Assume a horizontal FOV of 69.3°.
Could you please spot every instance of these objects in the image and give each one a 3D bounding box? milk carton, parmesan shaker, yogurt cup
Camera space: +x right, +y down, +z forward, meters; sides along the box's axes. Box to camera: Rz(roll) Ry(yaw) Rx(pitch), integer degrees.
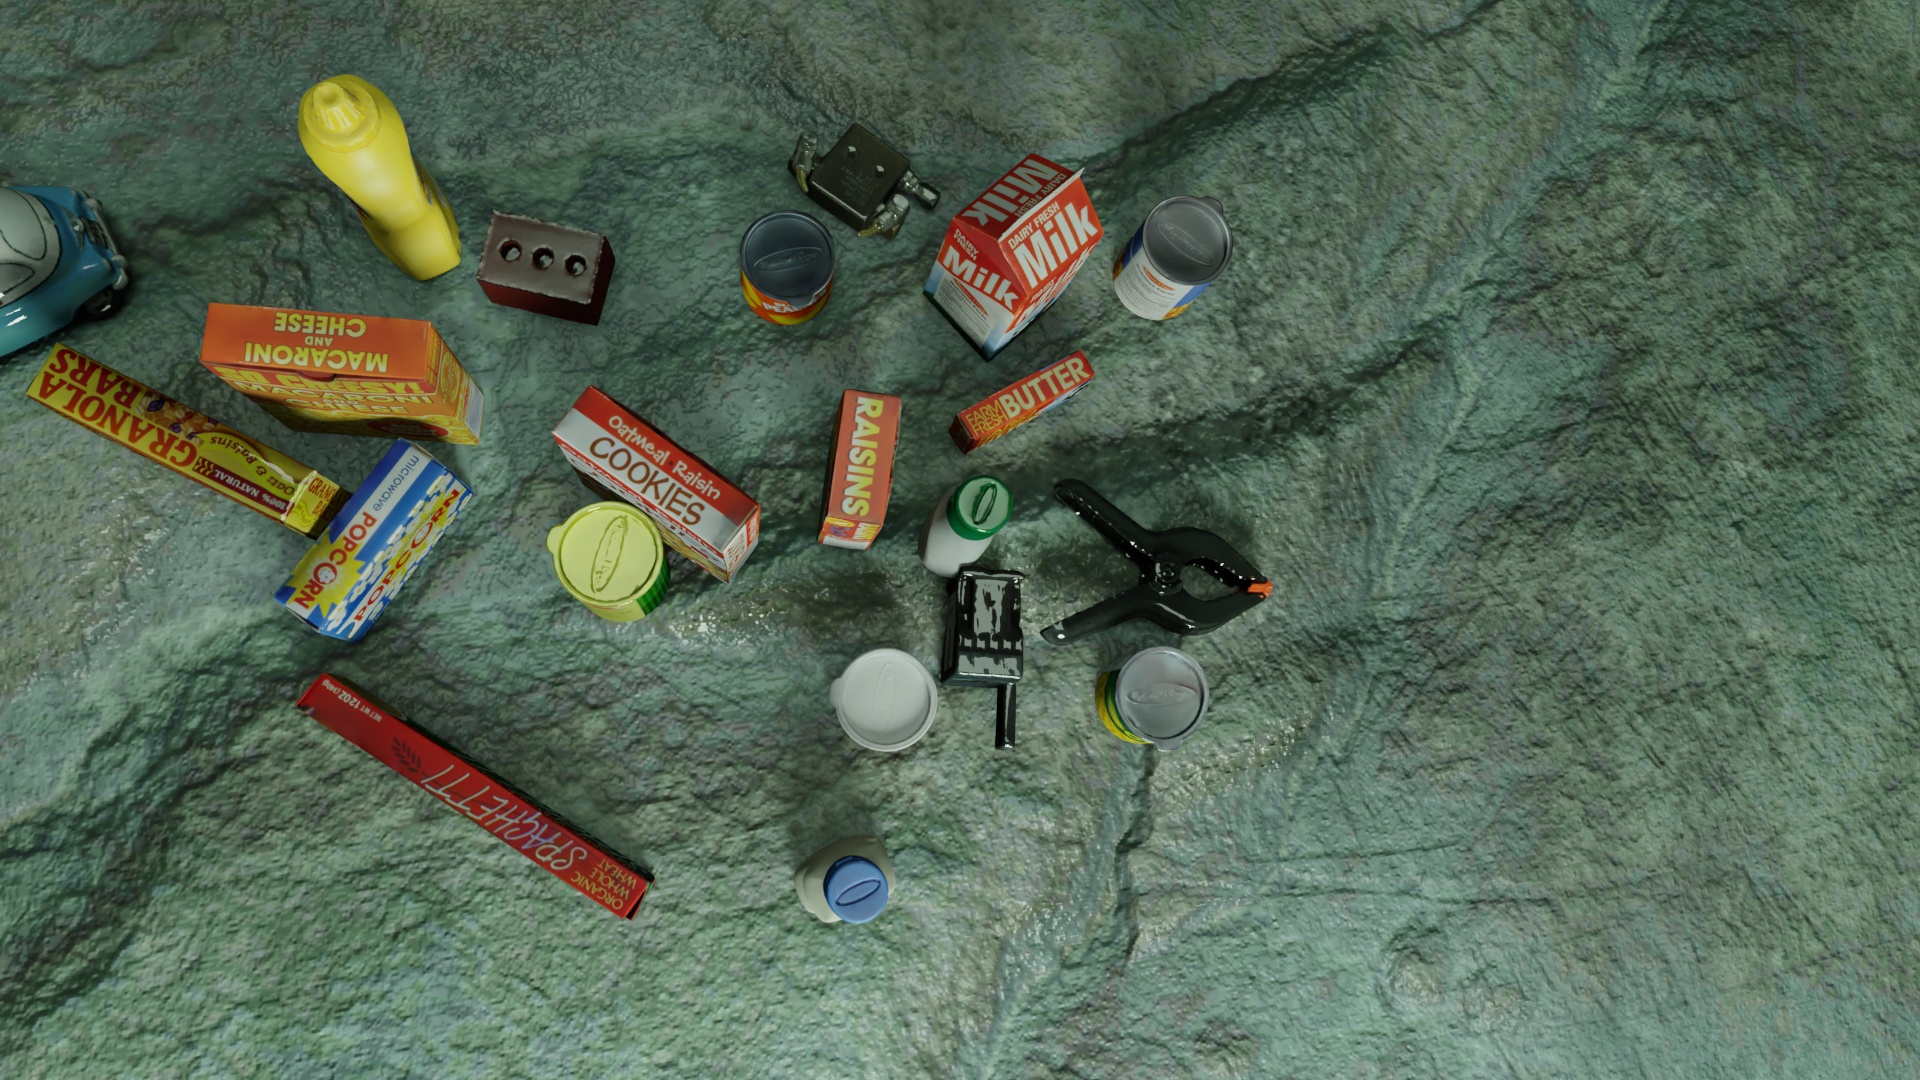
[{"bbox_3d":[0.036,-0.192,0.933,0.072,0.190,0.073,-42,90,-12],"label":"milk carton"},{"bbox_3d":[-0.227,0.015,0.903,0.071,0.103,0.071,1,81,-9],"label":"parmesan shaker"},{"bbox_3d":[-0.052,0.108,0.941,0.072,0.054,0.072,1,81,-9],"label":"yogurt cup"}]

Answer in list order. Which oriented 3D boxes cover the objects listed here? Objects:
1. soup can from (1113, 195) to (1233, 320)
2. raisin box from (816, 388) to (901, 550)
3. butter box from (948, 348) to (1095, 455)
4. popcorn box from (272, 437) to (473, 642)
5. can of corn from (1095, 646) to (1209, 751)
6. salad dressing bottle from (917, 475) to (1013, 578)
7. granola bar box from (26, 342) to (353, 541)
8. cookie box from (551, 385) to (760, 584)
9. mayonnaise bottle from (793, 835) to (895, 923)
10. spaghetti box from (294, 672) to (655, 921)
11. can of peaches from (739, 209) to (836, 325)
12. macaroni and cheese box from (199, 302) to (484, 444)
[{"bbox_3d":[0.154,-0.205,1.008,0.071,0.083,0.071,1,81,-9],"label":"soup can"},{"bbox_3d":[-0.069,-0.044,0.927,0.040,0.123,0.086,9,80,-7],"label":"raisin box"},{"bbox_3d":[0.043,-0.098,0.989,0.104,0.053,0.024,-29,87,-12],"label":"butter box"},{"bbox_3d":[-0.373,0.001,0.892,0.038,0.085,0.127,34,78,-2],"label":"popcorn box"},{"bbox_3d":[0.133,0.111,0.967,0.071,0.058,0.071,1,81,-9],"label":"can of corn"},{"bbox_3d":[0.003,-0.012,0.921,0.044,0.147,0.064,25,79,-4],"label":"salad dressing bottle"},{"bbox_3d":[-0.468,-0.053,0.866,0.165,0.124,0.039,27,78,-4],"label":"granola bar box"},{"bbox_3d":[-0.188,-0.031,0.884,0.123,0.167,0.040,35,78,-2],"label":"cookie box"},{"bbox_3d":[-0.070,0.214,0.872,0.065,0.148,0.041,-23,86,-11],"label":"mayonnaise bottle"},{"bbox_3d":[-0.307,0.165,0.894,0.250,0.050,0.029,34,78,-2],"label":"spaghetti box"},{"bbox_3d":[-0.121,-0.188,0.976,0.071,0.058,0.071,1,81,-9],"label":"can of peaches"},{"bbox_3d":[-0.376,-0.099,0.866,0.124,0.166,0.040,4,81,-8],"label":"macaroni and cheese box"}]
